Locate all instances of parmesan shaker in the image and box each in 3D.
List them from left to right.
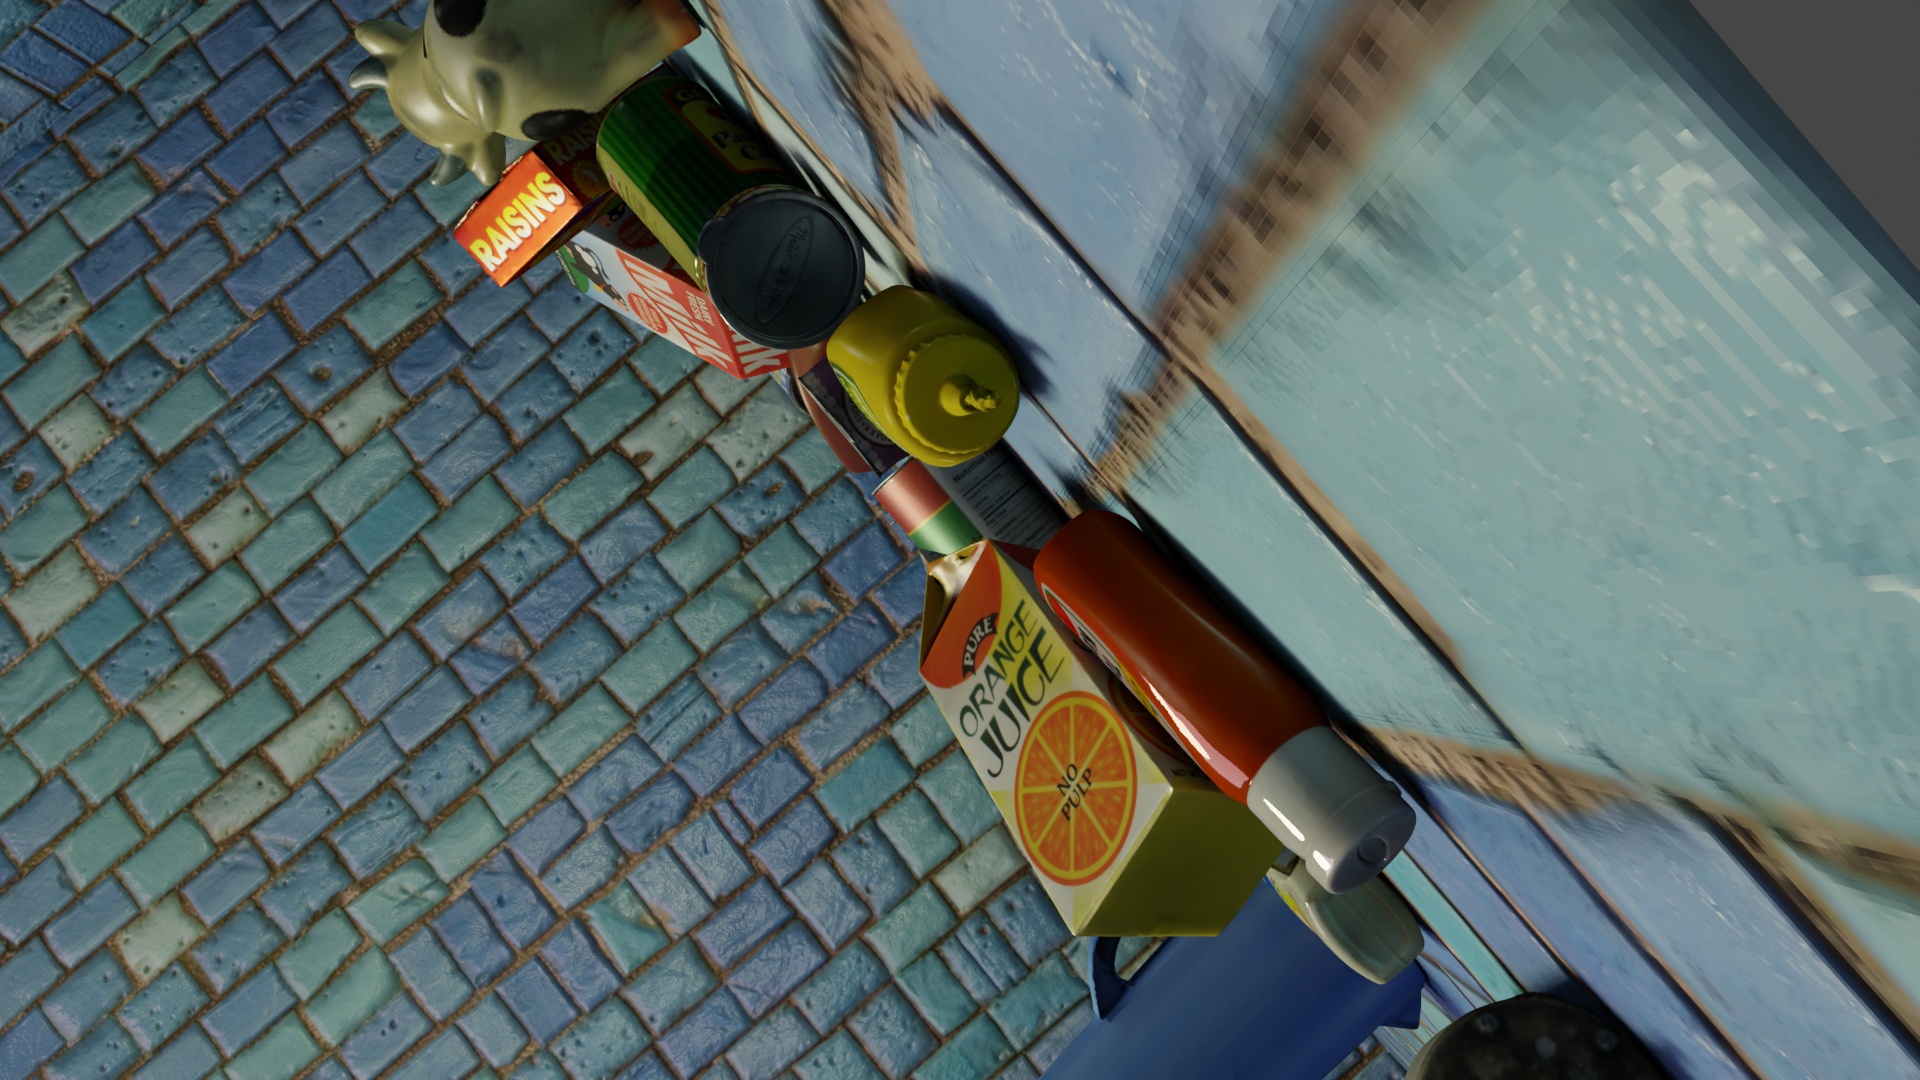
[{"bbox_3d":[-0.115,-0.161,0.646,0.103,0.071,0.071,48,177,32],"label":"parmesan shaker"}]

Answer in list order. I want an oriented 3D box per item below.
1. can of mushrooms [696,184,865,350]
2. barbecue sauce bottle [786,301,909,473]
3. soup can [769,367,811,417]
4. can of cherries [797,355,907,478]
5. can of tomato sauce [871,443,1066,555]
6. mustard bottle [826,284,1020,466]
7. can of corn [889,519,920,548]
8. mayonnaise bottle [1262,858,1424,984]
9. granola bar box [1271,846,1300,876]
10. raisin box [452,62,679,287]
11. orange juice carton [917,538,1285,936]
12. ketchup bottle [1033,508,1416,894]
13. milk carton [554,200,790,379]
[{"bbox_3d":[-0.078,-0.117,0.585,0.071,0.071,0.033,51,179,-24],"label":"can of mushrooms"},{"bbox_3d":[-0.065,-0.101,0.755,0.044,0.065,0.148,63,-178,41],"label":"barbecue sauce bottle"},{"bbox_3d":[-0.107,-0.134,0.980,0.084,0.071,0.071,48,178,45],"label":"soup can"},{"bbox_3d":[-0.039,-0.075,0.707,0.071,0.058,0.071,51,178,3],"label":"can of cherries"},{"bbox_3d":[0.006,-0.013,0.713,0.083,0.071,0.071,49,178,-1],"label":"can of tomato sauce"},{"bbox_3d":[-0.011,-0.057,0.494,0.065,0.049,0.160,49,179,-15],"label":"mustard bottle"},{"bbox_3d":[0.003,-0.010,0.814,0.058,0.071,0.071,49,178,-2],"label":"can of corn"},{"bbox_3d":[0.187,0.180,0.719,0.065,0.041,0.148,48,178,1],"label":"mayonnaise bottle"},{"bbox_3d":[0.116,0.123,0.745,0.124,0.039,0.165,30,176,6],"label":"granola bar box"},{"bbox_3d":[-0.196,-0.192,0.723,0.040,0.086,0.124,50,-139,-16],"label":"raisin box"},{"bbox_3d":[0.046,0.063,0.556,0.072,0.072,0.193,11,-153,-33],"label":"orange juice carton"},{"bbox_3d":[0.086,0.051,0.463,0.149,0.043,0.064,48,-176,39],"label":"ketchup bottle"},{"bbox_3d":[-0.152,-0.160,0.811,0.191,0.074,0.072,30,155,25],"label":"milk carton"}]
